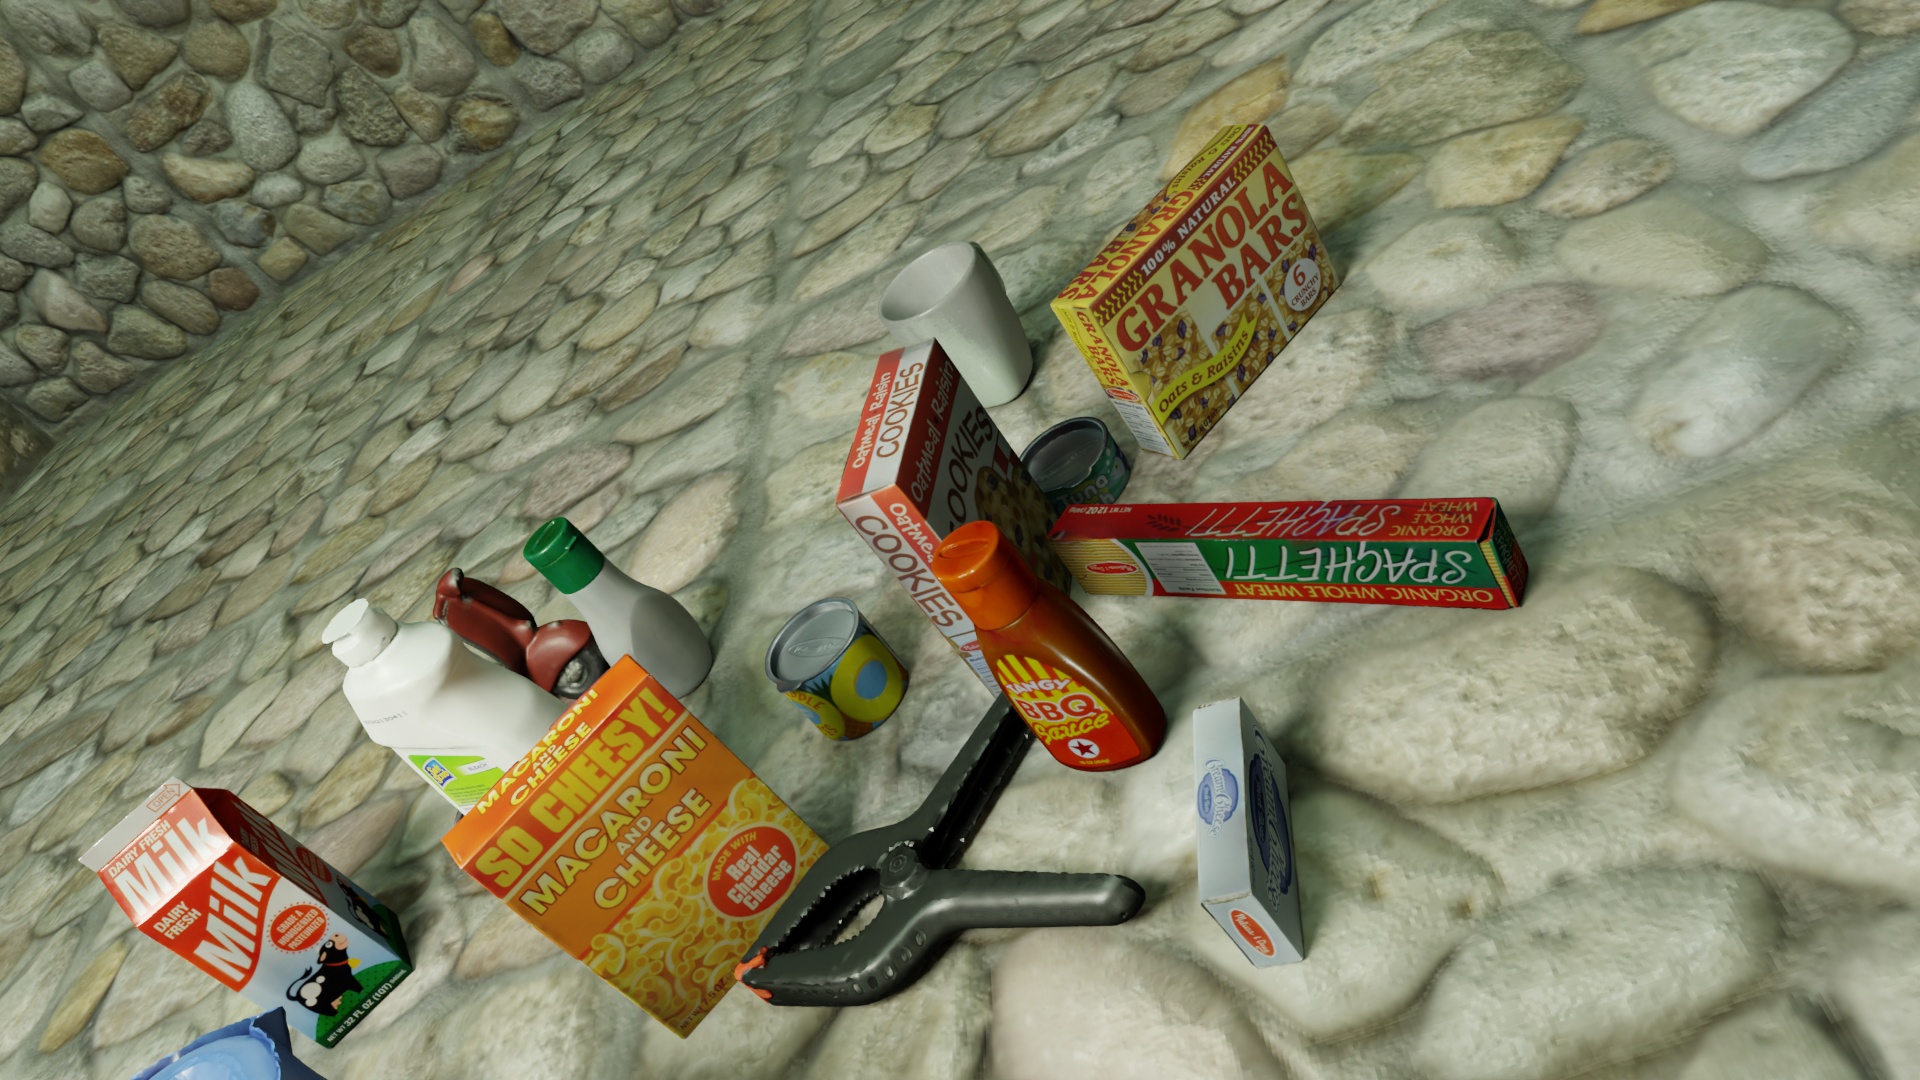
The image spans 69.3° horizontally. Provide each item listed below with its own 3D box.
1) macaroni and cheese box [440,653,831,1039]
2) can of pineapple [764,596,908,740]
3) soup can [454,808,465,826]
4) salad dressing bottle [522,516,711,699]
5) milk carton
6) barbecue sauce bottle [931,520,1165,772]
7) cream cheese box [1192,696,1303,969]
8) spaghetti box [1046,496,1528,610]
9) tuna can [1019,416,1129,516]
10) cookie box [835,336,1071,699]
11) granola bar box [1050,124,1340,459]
[{"bbox_3d":[-0.155,0.156,0.703,0.124,0.166,0.040,-47,34,-15],"label":"macaroni and cheese box"},{"bbox_3d":[-0.074,0.078,0.824,0.071,0.057,0.071,-25,35,19],"label":"can of pineapple"},{"bbox_3d":[-0.254,0.178,0.845,0.071,0.083,0.072,-25,35,19],"label":"soup can"},{"bbox_3d":[-0.227,0.046,0.924,0.044,0.147,0.064,-8,43,37],"label":"salad dressing bottle"},{"bbox_3d":[-0.438,0.225,0.860,0.072,0.190,0.073,-44,33,-11],"label":"milk carton"},{"bbox_3d":[0.040,0.052,0.666,0.065,0.148,0.044,-11,41,35],"label":"barbecue sauce bottle"},{"bbox_3d":[0.121,0.122,0.590,0.024,0.053,0.104,-21,36,24],"label":"cream cheese box"},{"bbox_3d":[0.156,0.006,0.704,0.250,0.050,0.029,0,48,43],"label":"spaghetti box"},{"bbox_3d":[0.070,-0.042,0.859,0.071,0.032,0.071,-25,35,19],"label":"tuna can"},{"bbox_3d":[0.003,-0.010,0.759,0.040,0.167,0.123,-19,37,26],"label":"cookie box"},{"bbox_3d":[0.147,-0.150,0.837,0.166,0.124,0.039,-47,34,-15],"label":"granola bar box"}]
